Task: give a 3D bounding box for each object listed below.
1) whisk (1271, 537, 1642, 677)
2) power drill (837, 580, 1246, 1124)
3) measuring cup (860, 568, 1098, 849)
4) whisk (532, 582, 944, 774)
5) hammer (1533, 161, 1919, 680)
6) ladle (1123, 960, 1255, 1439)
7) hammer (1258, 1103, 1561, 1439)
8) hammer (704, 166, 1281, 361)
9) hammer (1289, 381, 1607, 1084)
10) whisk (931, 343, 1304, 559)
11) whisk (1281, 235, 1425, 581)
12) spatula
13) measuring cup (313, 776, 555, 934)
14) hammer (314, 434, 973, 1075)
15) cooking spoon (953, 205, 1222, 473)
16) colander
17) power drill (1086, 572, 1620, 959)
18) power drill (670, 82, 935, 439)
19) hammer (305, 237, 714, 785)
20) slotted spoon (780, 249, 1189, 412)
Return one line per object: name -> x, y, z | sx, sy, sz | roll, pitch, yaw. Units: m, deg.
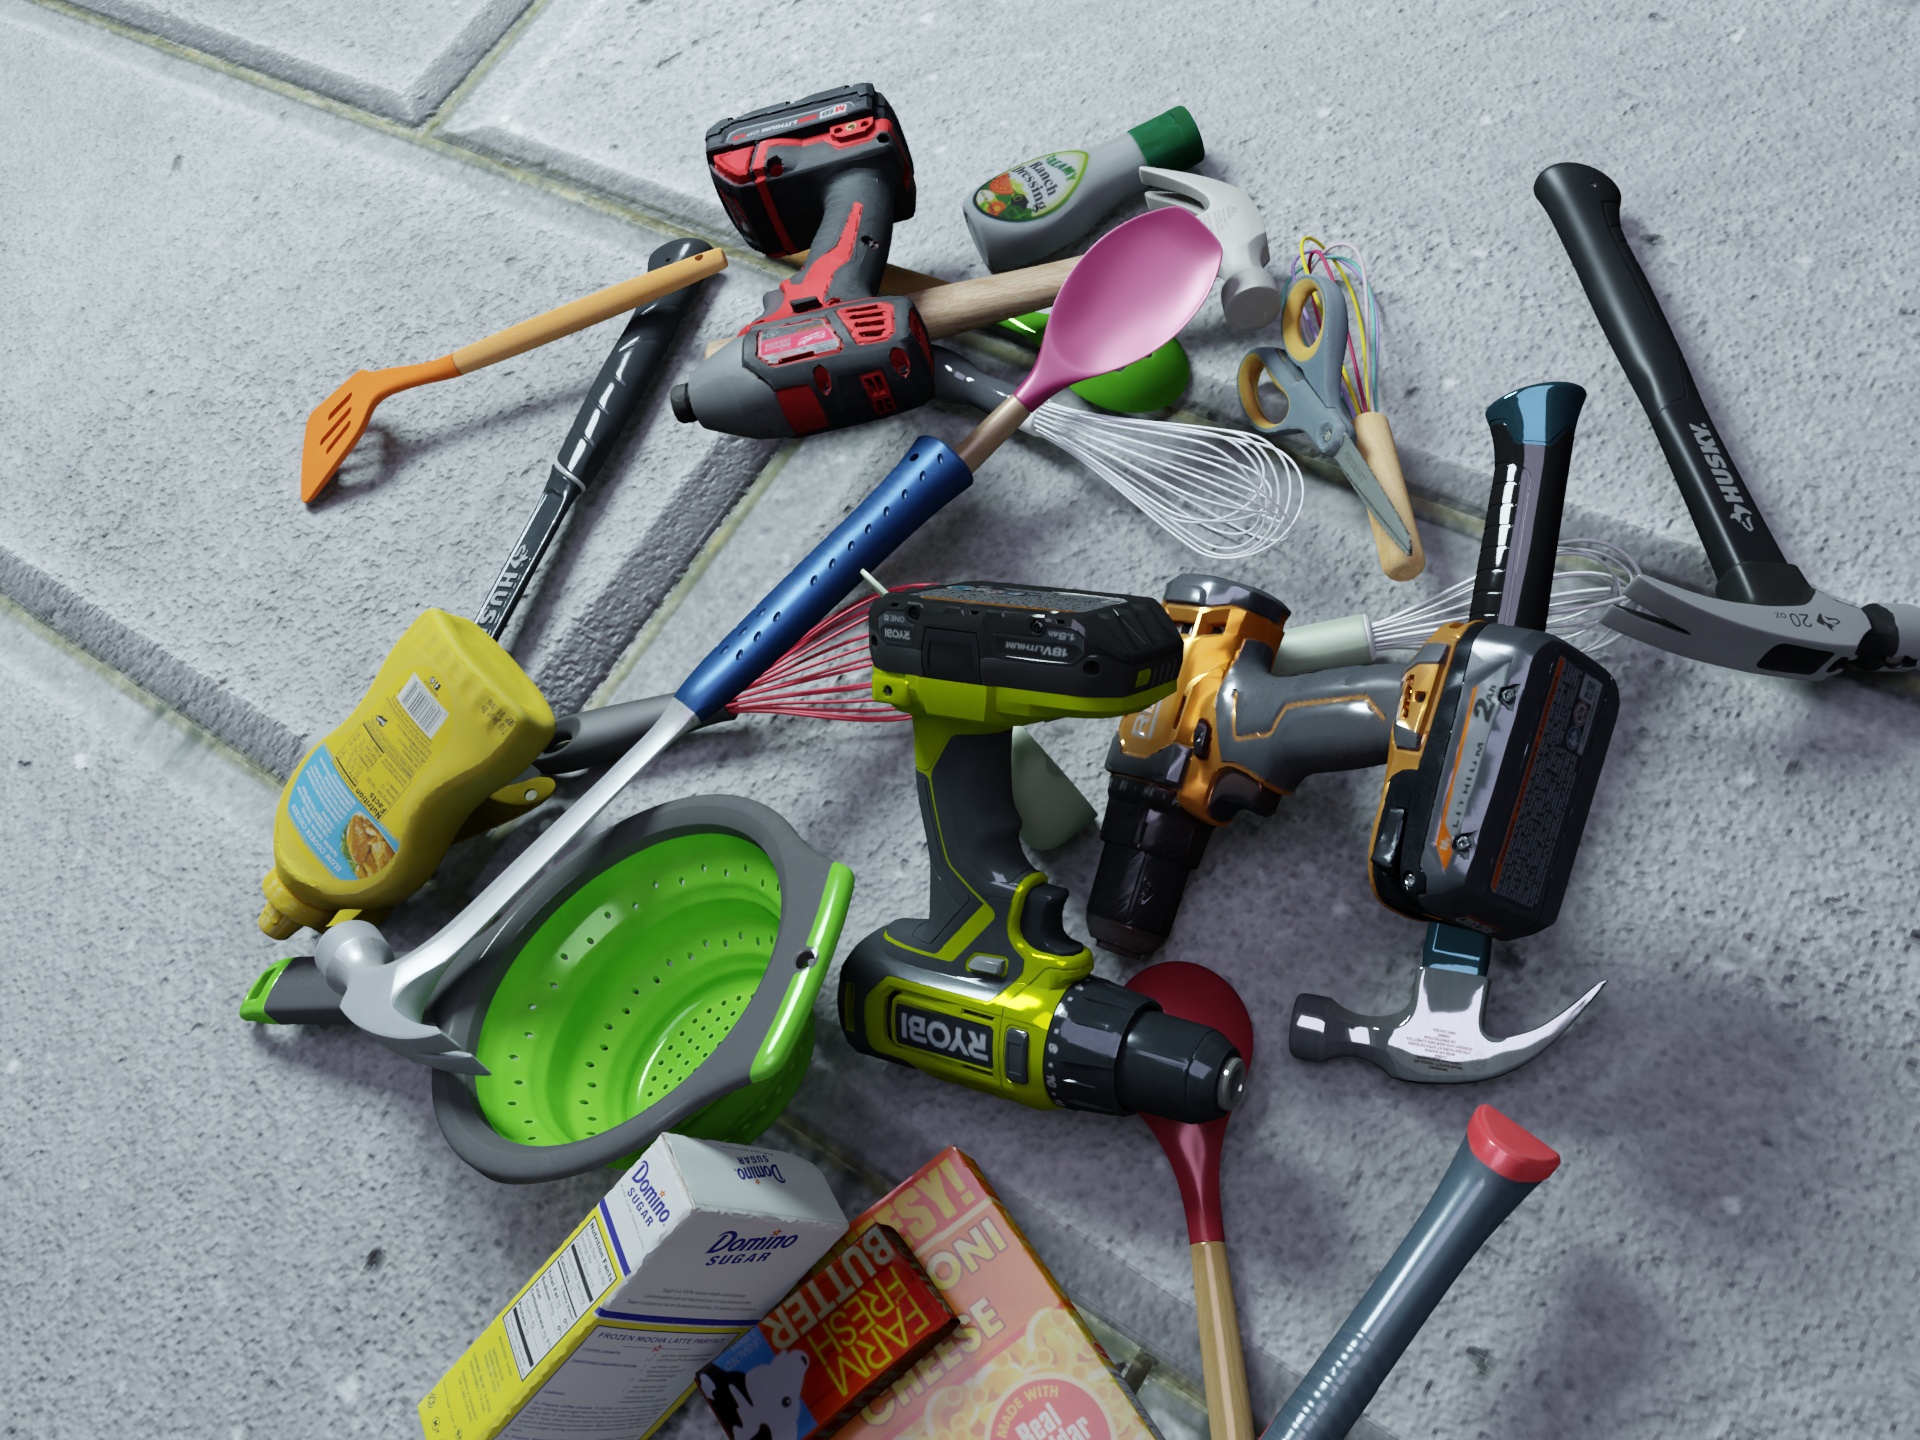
whisk -> 0.212, -0.042, 0.793 | 0.246, 0.059, 0.058 | -11, 17, 14
power drill -> 0.036, 0.061, 0.695 | 0.191, 0.080, 0.228 | 9, 105, 33
measuring cup -> -0.001, -0.002, 0.779 | 0.038, 0.083, 0.167 | -44, 96, 0
whisk -> -0.108, -0.016, 0.858 | 0.296, 0.073, 0.073 | -15, 60, 15
hammer -> 0.352, -0.165, 0.801 | 0.146, 0.035, 0.335 | 1, 56, -13
ladle -> 0.108, 0.251, 0.678 | 0.069, 0.031, 0.316 | -10, 63, 11
hammer -> 0.103, 0.308, 0.599 | 0.038, 0.143, 0.386 | 34, 71, 27
hammer -> 0.011, -0.243, 0.920 | 0.331, 0.031, 0.130 | -11, 52, 10
hammer -> 0.241, 0.001, 0.726 | 0.128, 0.033, 0.331 | 9, 80, 18
whisk -> 0.065, -0.159, 0.886 | 0.285, 0.070, 0.070 | 30, 74, 32
whisk -> 0.209, -0.173, 0.844 | 0.051, 0.047, 0.245 | -12, 54, 13
spatula -> -0.293, -0.230, 1.013 | 0.322, 0.041, 0.081 | -19, 56, 9
measuring cup -> -0.293, 0.072, 0.882 | 0.156, 0.029, 0.062 | -24, 60, -5
hammer -> -0.140, 0.005, 0.786 | 0.405, 0.035, 0.144 | -46, 38, -14
cooking spoon -> 0.015, -0.155, 0.869 | 0.319, 0.017, 0.069 | -43, 78, 9
colander -> -0.205, 0.150, 0.787 | 0.397, 0.094, 0.205 | -7, 45, 32
power drill -> 0.150, 0.034, 0.699 | 0.226, 0.084, 0.185 | 13, 83, 52
power drill -> -0.090, -0.249, 0.893 | 0.143, 0.078, 0.220 | -11, 55, 11
hammer -> -0.240, -0.133, 0.958 | 0.149, 0.036, 0.409 | 8, 63, 30
slotted spoon -> -0.003, -0.255, 0.969 | 0.314, 0.031, 0.070 | 25, 67, 26
